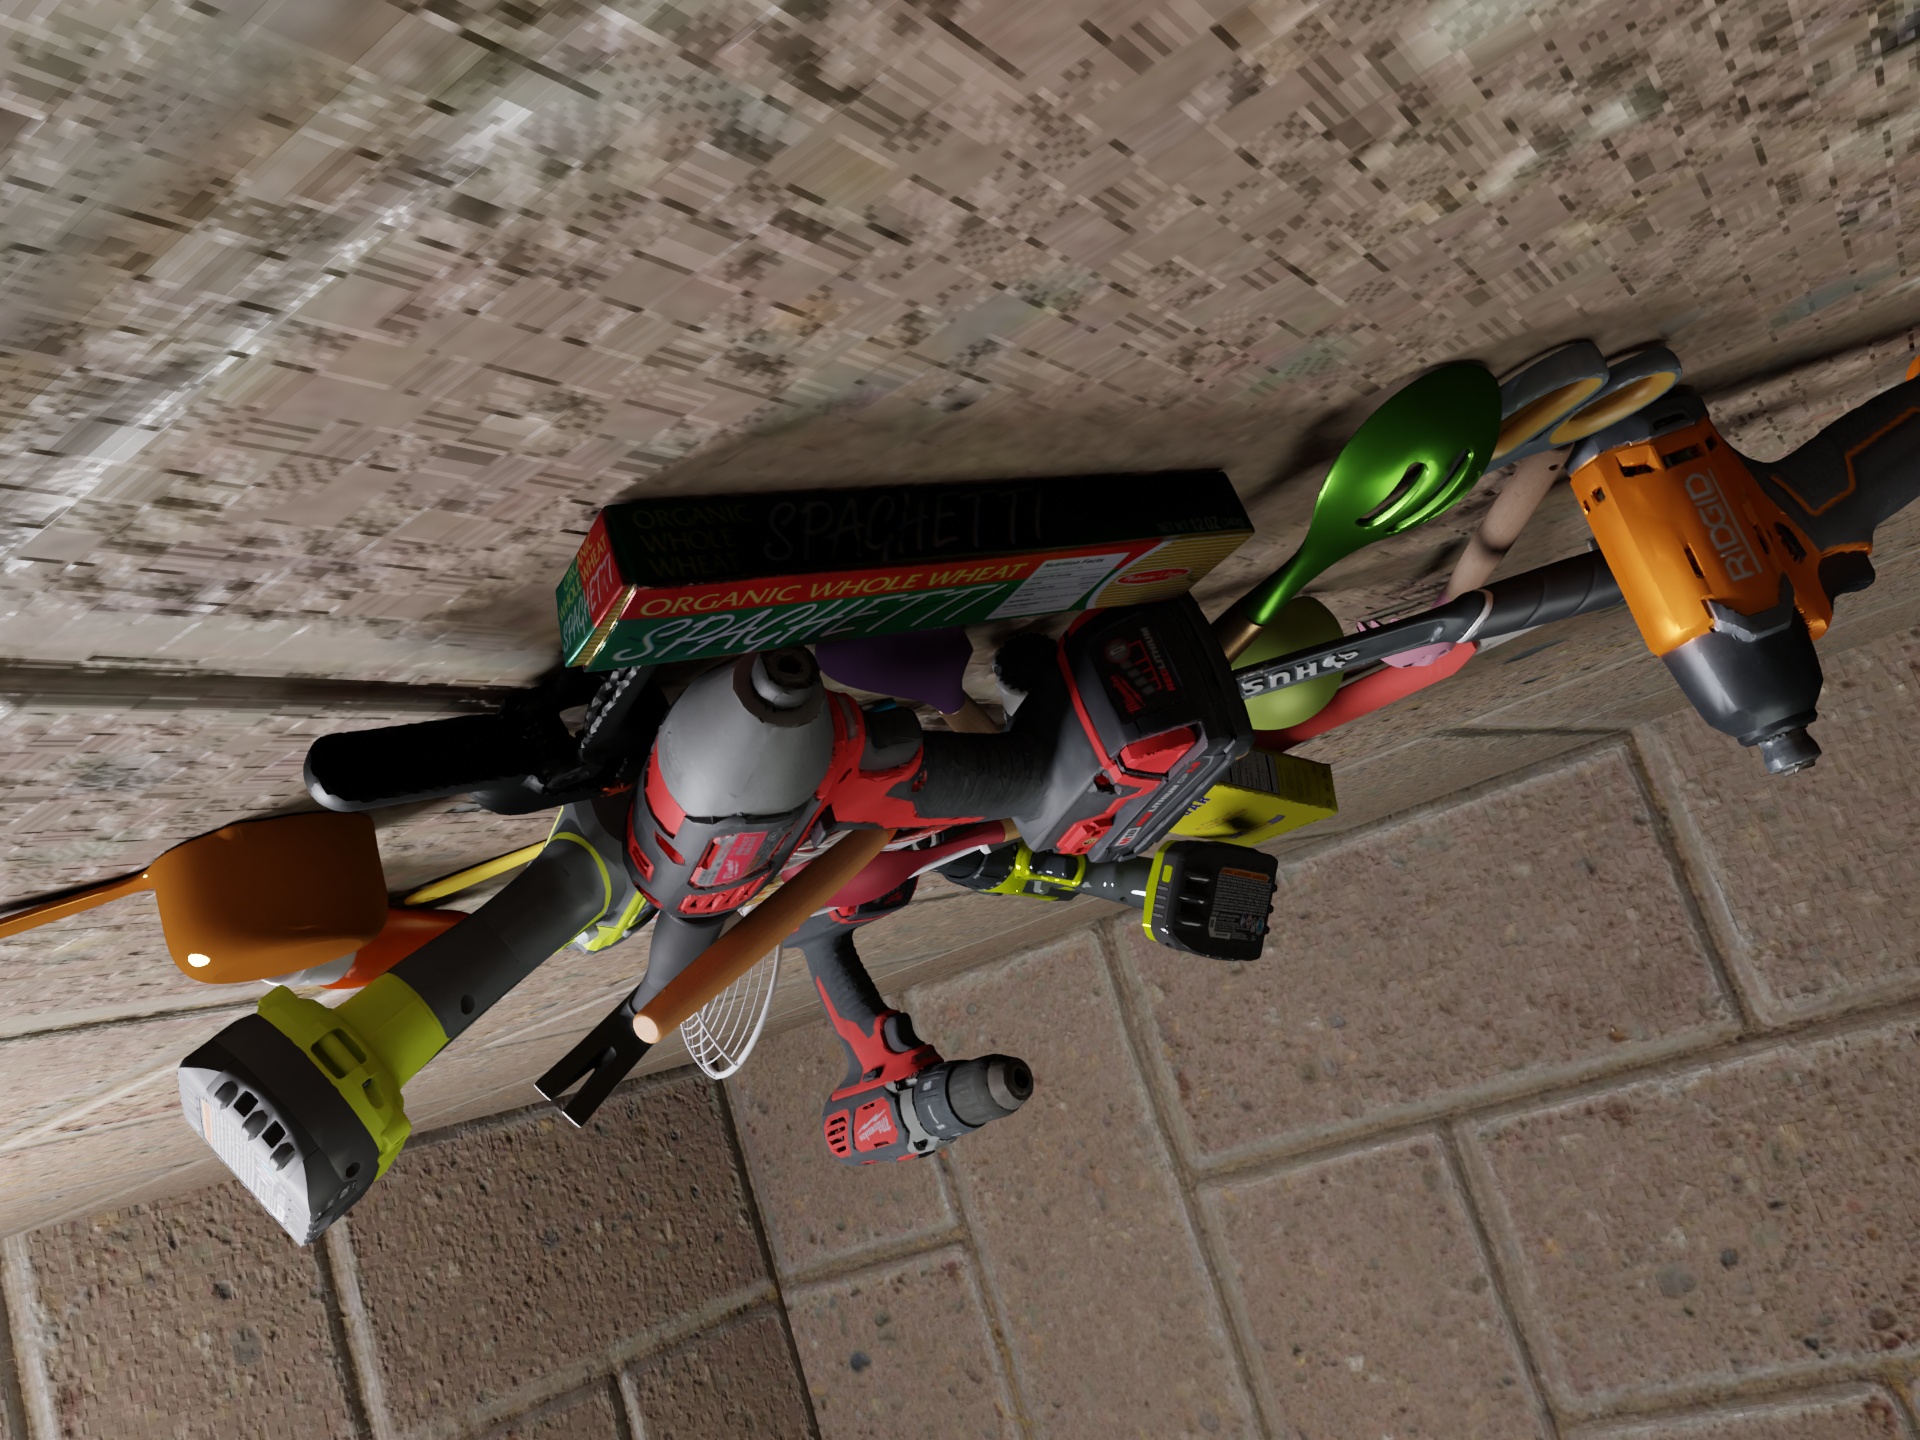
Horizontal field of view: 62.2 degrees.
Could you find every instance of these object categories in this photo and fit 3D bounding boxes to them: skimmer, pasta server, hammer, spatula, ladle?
[{"bbox_3d":[-0.030,0.123,1.064,0.363,0.127,0.090,-24,125,4],"label":"skimmer"},{"bbox_3d":[0.257,-0.082,0.809,0.060,0.040,0.316,-18,164,0],"label":"pasta server"},{"bbox_3d":[-0.141,0.118,0.764,0.146,0.035,0.334,-47,178,-23],"label":"hammer"},{"bbox_3d":[0.307,-0.033,1.076,0.149,0.037,0.359,-5,163,-46],"label":"hammer"},{"bbox_3d":[-0.001,-0.002,0.749,0.060,0.018,0.315,-19,162,9],"label":"spatula"},{"bbox_3d":[-0.044,0.068,0.709,0.081,0.041,0.322,-27,-174,30],"label":"spatula"},{"bbox_3d":[0.222,-0.040,0.755,0.409,0.036,0.149,-16,146,2],"label":"hammer"},{"bbox_3d":[0.104,-0.001,0.940,0.078,0.062,0.320,-23,180,-34],"label":"ladle"},{"bbox_3d":[0.044,0.057,0.938,0.315,0.031,0.069,-16,168,-26],"label":"ladle"}]

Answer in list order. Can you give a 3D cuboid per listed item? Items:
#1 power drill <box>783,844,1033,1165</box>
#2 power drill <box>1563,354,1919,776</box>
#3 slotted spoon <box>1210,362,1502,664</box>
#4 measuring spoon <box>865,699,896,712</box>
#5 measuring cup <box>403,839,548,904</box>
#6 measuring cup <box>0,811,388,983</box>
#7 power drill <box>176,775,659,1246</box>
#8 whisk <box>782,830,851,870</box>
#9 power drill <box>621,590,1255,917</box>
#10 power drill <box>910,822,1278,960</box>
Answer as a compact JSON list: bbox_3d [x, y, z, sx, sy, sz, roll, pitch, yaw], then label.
[{"bbox_3d":[-0.047,0.198,1.140,0.188,0.227,0.080,-27,165,40],"label":"power drill"},{"bbox_3d":[0.390,-0.080,0.673,0.226,0.164,0.084,-19,168,-5],"label":"power drill"},{"bbox_3d":[0.108,-0.031,0.655,0.070,0.031,0.313,-2,151,-33],"label":"slotted spoon"},{"bbox_3d":[-0.091,0.014,0.766,0.128,0.021,0.042,-28,167,3],"label":"measuring spoon"},{"bbox_3d":[-0.220,0.081,0.829,0.156,0.029,0.062,-20,168,11],"label":"measuring cup"},{"bbox_3d":[-0.322,0.088,0.648,0.173,0.052,0.095,-17,169,-14],"label":"measuring cup"},{"bbox_3d":[-0.213,0.114,0.687,0.223,0.080,0.171,-42,176,-34],"label":"power drill"},{"bbox_3d":[-0.022,0.033,0.870,0.246,0.059,0.058,-14,-153,-39],"label":"whisk"},{"bbox_3d":[-0.009,0.009,0.596,0.219,0.079,0.143,-7,152,-28],"label":"power drill"},{"bbox_3d":[0.093,0.110,1.146,0.229,0.080,0.190,9,176,36],"label":"power drill"}]
